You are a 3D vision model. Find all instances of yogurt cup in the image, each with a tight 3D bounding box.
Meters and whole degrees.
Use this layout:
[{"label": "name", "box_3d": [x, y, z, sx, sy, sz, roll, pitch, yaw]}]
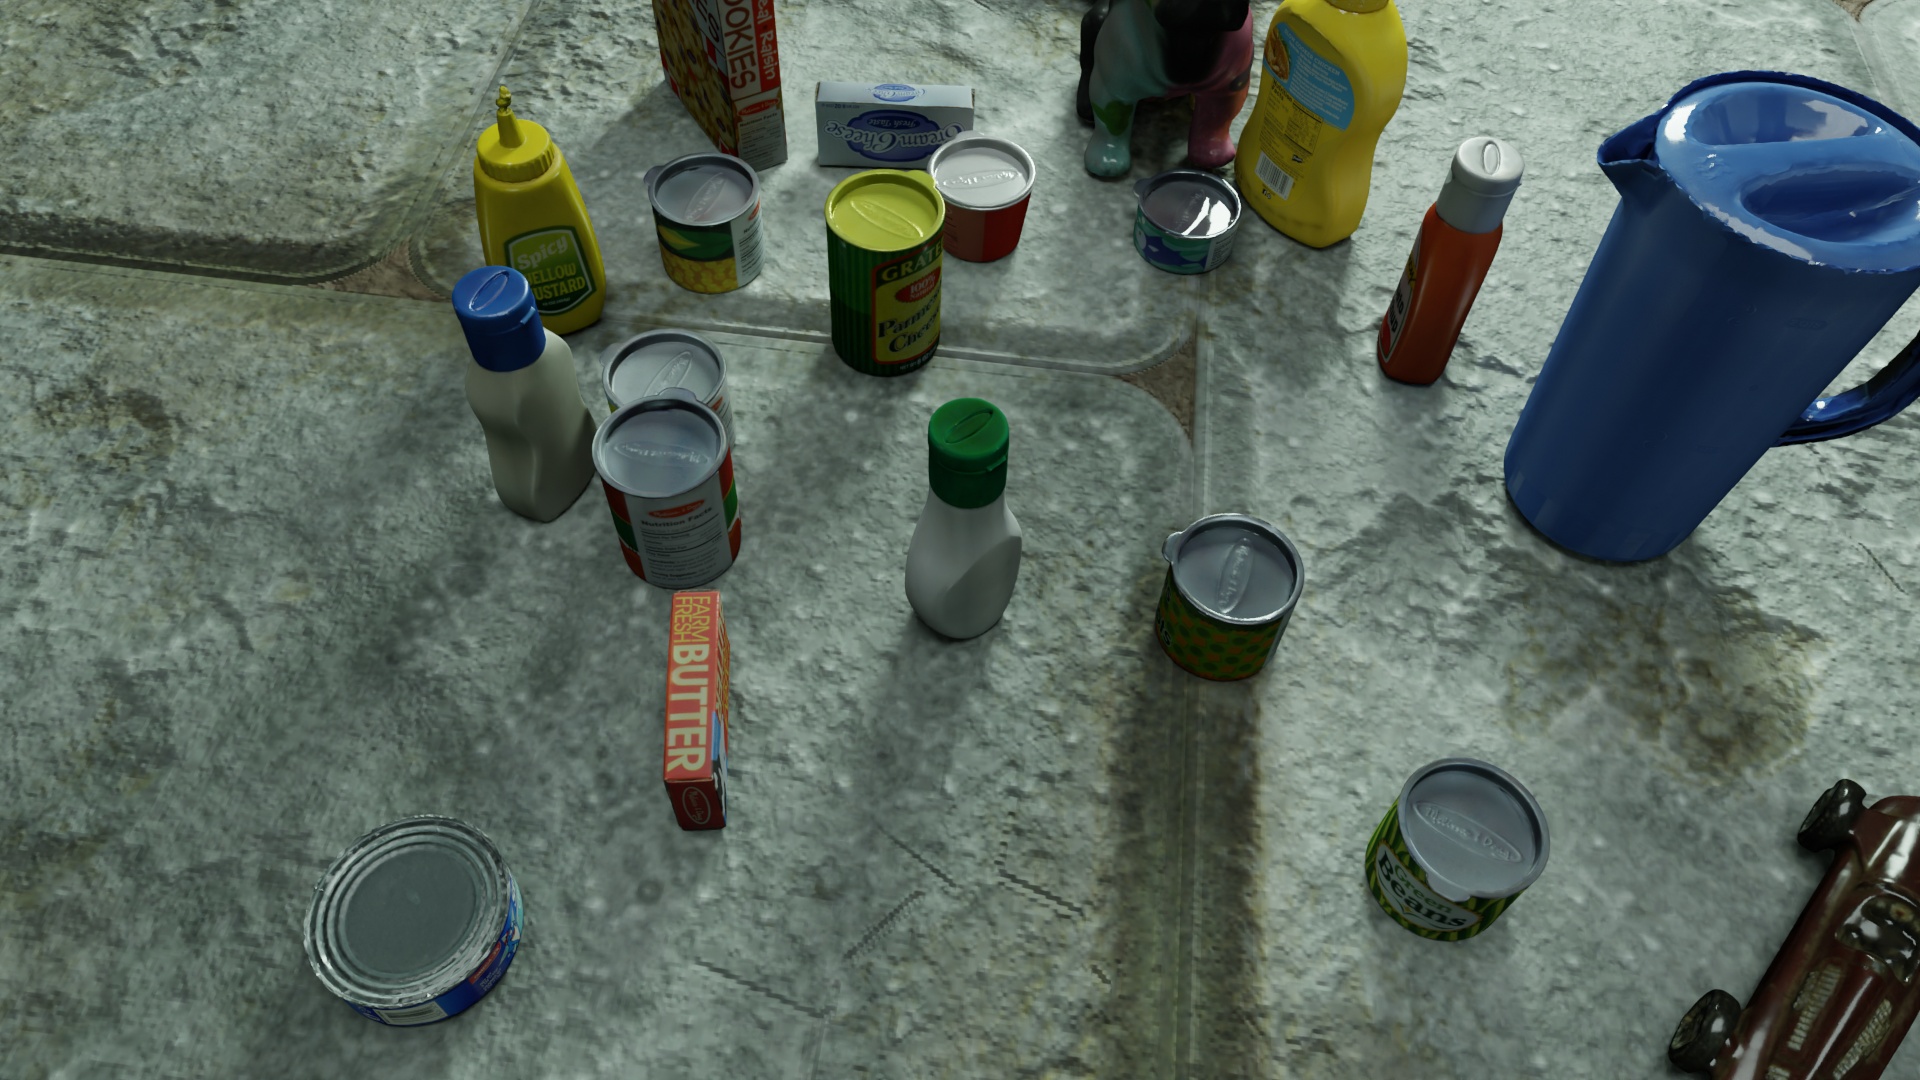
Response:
[{"label": "yogurt cup", "box_3d": [0.012, -0.214, 0.878, 0.072, 0.053, 0.073, 1, 54, -1]}]

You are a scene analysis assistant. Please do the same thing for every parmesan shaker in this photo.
[{"label": "parmesan shaker", "box_3d": [-0.041, -0.154, 0.803, 0.071, 0.102, 0.071, 1, 55, -1]}]

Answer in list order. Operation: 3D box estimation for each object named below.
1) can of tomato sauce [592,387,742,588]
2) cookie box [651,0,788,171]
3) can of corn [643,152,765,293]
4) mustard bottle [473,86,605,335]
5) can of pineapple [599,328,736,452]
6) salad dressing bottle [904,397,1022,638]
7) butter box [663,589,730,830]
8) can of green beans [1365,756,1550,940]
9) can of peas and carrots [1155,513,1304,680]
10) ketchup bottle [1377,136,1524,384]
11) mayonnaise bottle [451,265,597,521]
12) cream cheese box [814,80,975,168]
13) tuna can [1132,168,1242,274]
[{"label": "can of tomato sauce", "box_3d": [-0.149, -0.026, 0.719, 0.071, 0.082, 0.071, 1, 55, -1]}, {"label": "cookie box", "box_3d": [-0.159, -0.339, 0.892, 0.040, 0.166, 0.123, -25, 59, -19]}, {"label": "can of corn", "box_3d": [-0.157, -0.196, 0.856, 0.071, 0.058, 0.071, 1, 54, -1]}, {"label": "mustard bottle", "box_3d": [-0.242, -0.184, 0.782, 0.065, 0.159, 0.049, -19, 57, -15]}, {"label": "can of pineapple", "box_3d": [-0.161, -0.075, 0.770, 0.071, 0.057, 0.071, 1, 54, -1]}, {"label": "salad dressing bottle", "box_3d": [0.002, -0.008, 0.673, 0.064, 0.146, 0.044, -36, 63, -24]}, {"label": "butter box", "box_3d": [-0.125, 0.080, 0.663, 0.024, 0.052, 0.104, -3, 55, -4]}, {"label": "can of green beans", "box_3d": [0.223, 0.141, 0.630, 0.071, 0.057, 0.071, 1, 54, -1]}, {"label": "can of peas and carrots", "box_3d": [0.133, 0.029, 0.706, 0.071, 0.058, 0.071, 1, 54, -1]}, {"label": "ketchup bottle", "box_3d": [0.278, -0.159, 0.791, 0.043, 0.148, 0.065, 12, 55, 6]}, {"label": "mayonnaise bottle", "box_3d": [-0.223, -0.075, 0.712, 0.041, 0.147, 0.065, 19, 56, 11]}, {"label": "cream cheese box", "box_3d": [-0.043, -0.274, 0.919, 0.104, 0.053, 0.024, 2, 55, -1]}, {"label": "tuna can", "box_3d": [0.142, -0.205, 0.890, 0.071, 0.032, 0.071, 1, 54, -1]}]
